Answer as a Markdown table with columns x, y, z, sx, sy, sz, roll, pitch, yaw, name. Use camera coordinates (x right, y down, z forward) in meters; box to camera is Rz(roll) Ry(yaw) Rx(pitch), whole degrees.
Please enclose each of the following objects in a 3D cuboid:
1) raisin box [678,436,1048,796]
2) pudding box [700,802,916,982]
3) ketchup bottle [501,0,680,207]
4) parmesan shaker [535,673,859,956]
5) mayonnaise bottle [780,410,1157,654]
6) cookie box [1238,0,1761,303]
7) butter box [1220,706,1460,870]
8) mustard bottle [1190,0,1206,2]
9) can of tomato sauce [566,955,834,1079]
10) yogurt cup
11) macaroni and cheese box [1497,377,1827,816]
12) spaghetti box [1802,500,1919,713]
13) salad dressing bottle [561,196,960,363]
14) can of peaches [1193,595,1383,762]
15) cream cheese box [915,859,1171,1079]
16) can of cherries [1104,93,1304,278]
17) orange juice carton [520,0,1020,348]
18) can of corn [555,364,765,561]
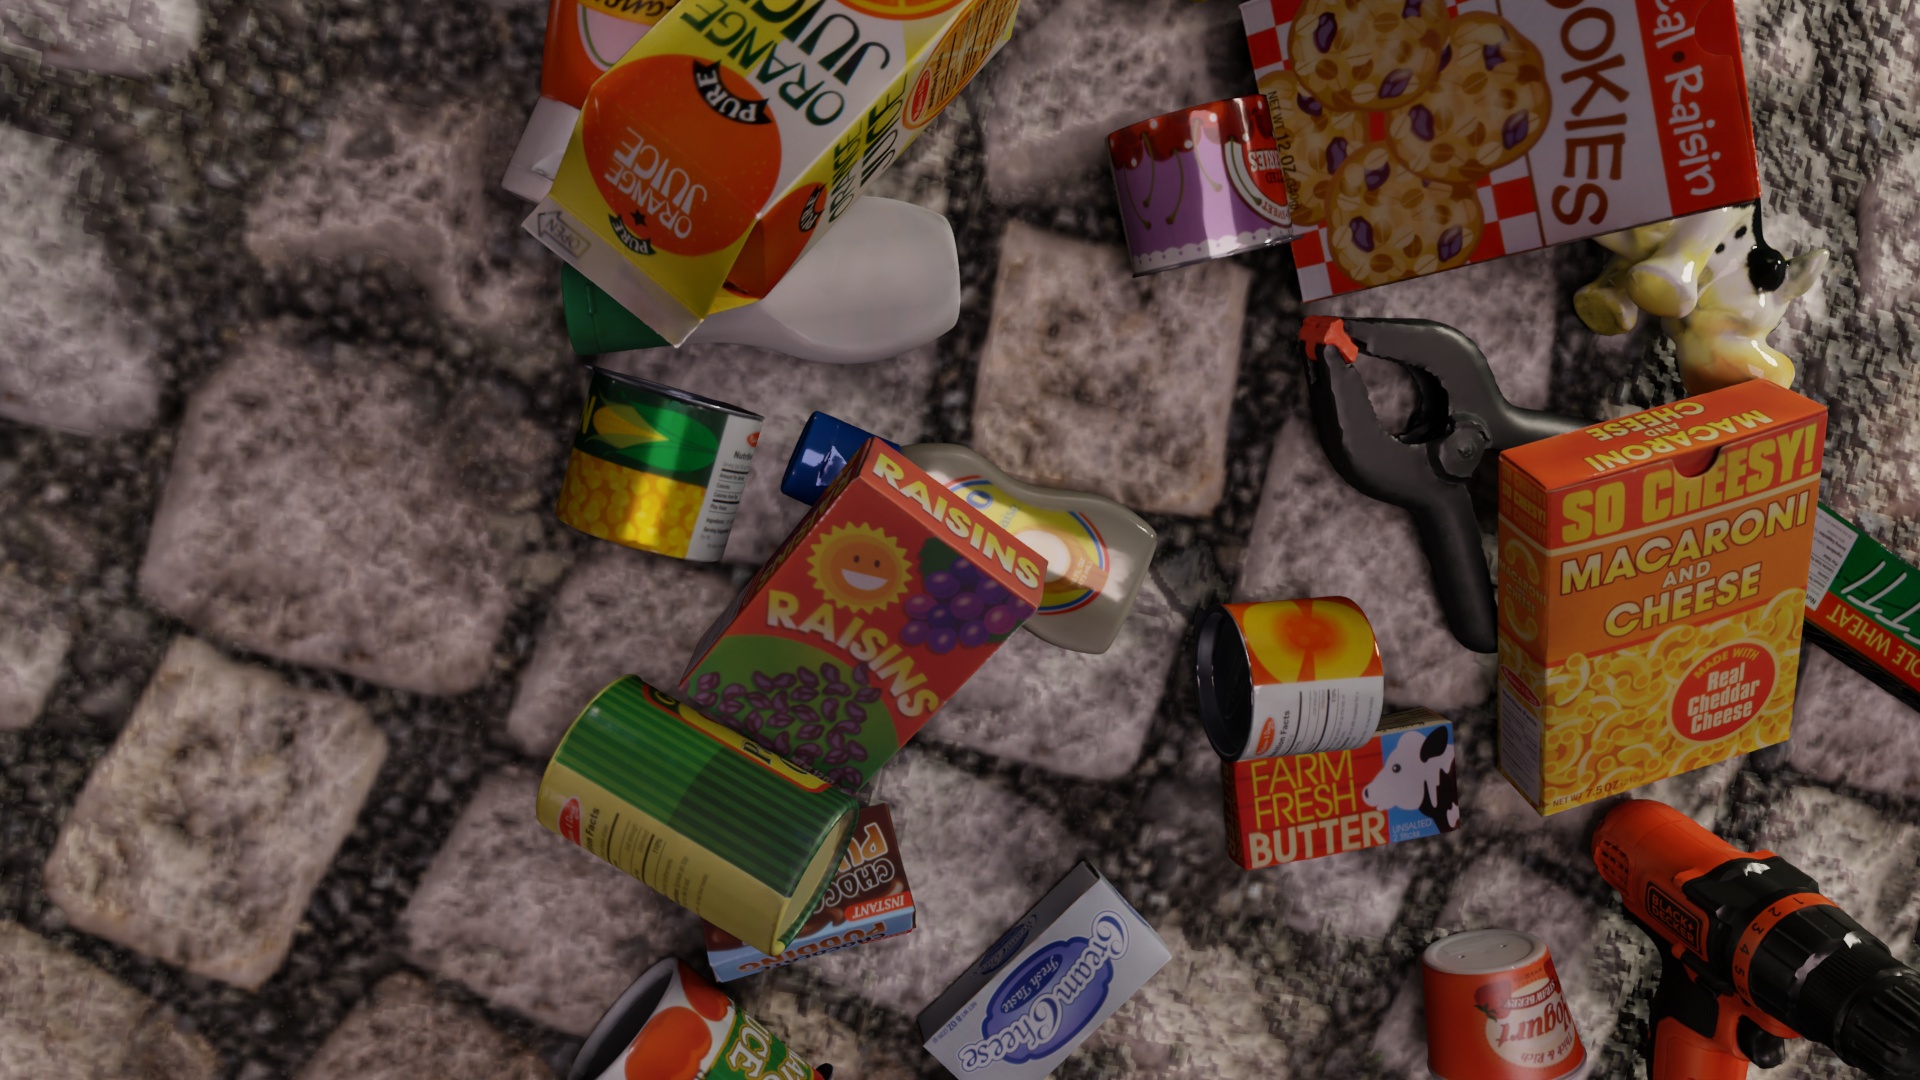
| x | y | z | sx | sy | sz | roll | pitch | yaw | name |
| --- | --- | --- | --- | --- | --- | --- | --- | --- | --- |
| -0.038 | 0.032 | 0.537 | 0.086 | 0.040 | 0.123 | 37 | 117 | -11 | raisin box |
| -0.064 | 0.143 | 0.563 | 0.084 | 0.030 | 0.050 | -12 | 60 | -8 | pudding box |
| -0.124 | -0.191 | 0.517 | 0.065 | 0.043 | 0.148 | 24 | 92 | -13 | ketchup bottle |
| -0.098 | 0.105 | 0.529 | 0.103 | 0.071 | 0.071 | 27 | 92 | 11 | parmesan shaker |
| 0.002 | -0.007 | 0.562 | 0.148 | 0.041 | 0.064 | 23 | 95 | -12 | mayonnaise bottle |
| 0.203 | -0.170 | 0.532 | 0.167 | 0.040 | 0.122 | -9 | 101 | 31 | cookie box |
| 0.167 | 0.110 | 0.616 | 0.104 | 0.024 | 0.053 | -9 | 98 | -10 | butter box |
| 0.129 | -0.255 | 0.553 | 0.160 | 0.049 | 0.065 | -28 | 101 | -5 | mustard bottle |
| -0.103 | 0.217 | 0.557 | 0.083 | 0.071 | 0.071 | 44 | 88 | -12 | can of tomato sauce |
| 0.239 | 0.209 | 0.621 | 0.072 | 0.072 | 0.054 | -12 | 91 | -9 | yogurt cup |
| 0.294 | 0.027 | 0.590 | 0.124 | 0.040 | 0.165 | -16 | 119 | -6 | macaroni and cheese box |
| 0.418 | 0.028 | 0.649 | 0.250 | 0.029 | 0.050 | 30 | 91 | -12 | spaghetti box |
| -0.076 | -0.097 | 0.537 | 0.148 | 0.044 | 0.064 | -7 | 93 | -8 | salad dressing bottle |
| 0.136 | 0.055 | 0.584 | 0.058 | 0.071 | 0.071 | -3 | 98 | -10 | can of peaches |
| 0.036 | 0.194 | 0.602 | 0.104 | 0.024 | 0.053 | -43 | 103 | -3 | cream cheese box |
| 0.097 | -0.140 | 0.550 | 0.071 | 0.071 | 0.058 | -14 | 99 | -8 | can of cherries |
| -0.062 | -0.156 | 0.491 | 0.072 | 0.073 | 0.193 | 40 | 76 | 3 | orange juice carton |
| -0.116 | -0.029 | 0.526 | 0.071 | 0.071 | 0.058 | 16 | 94 | -12 | can of corn |
